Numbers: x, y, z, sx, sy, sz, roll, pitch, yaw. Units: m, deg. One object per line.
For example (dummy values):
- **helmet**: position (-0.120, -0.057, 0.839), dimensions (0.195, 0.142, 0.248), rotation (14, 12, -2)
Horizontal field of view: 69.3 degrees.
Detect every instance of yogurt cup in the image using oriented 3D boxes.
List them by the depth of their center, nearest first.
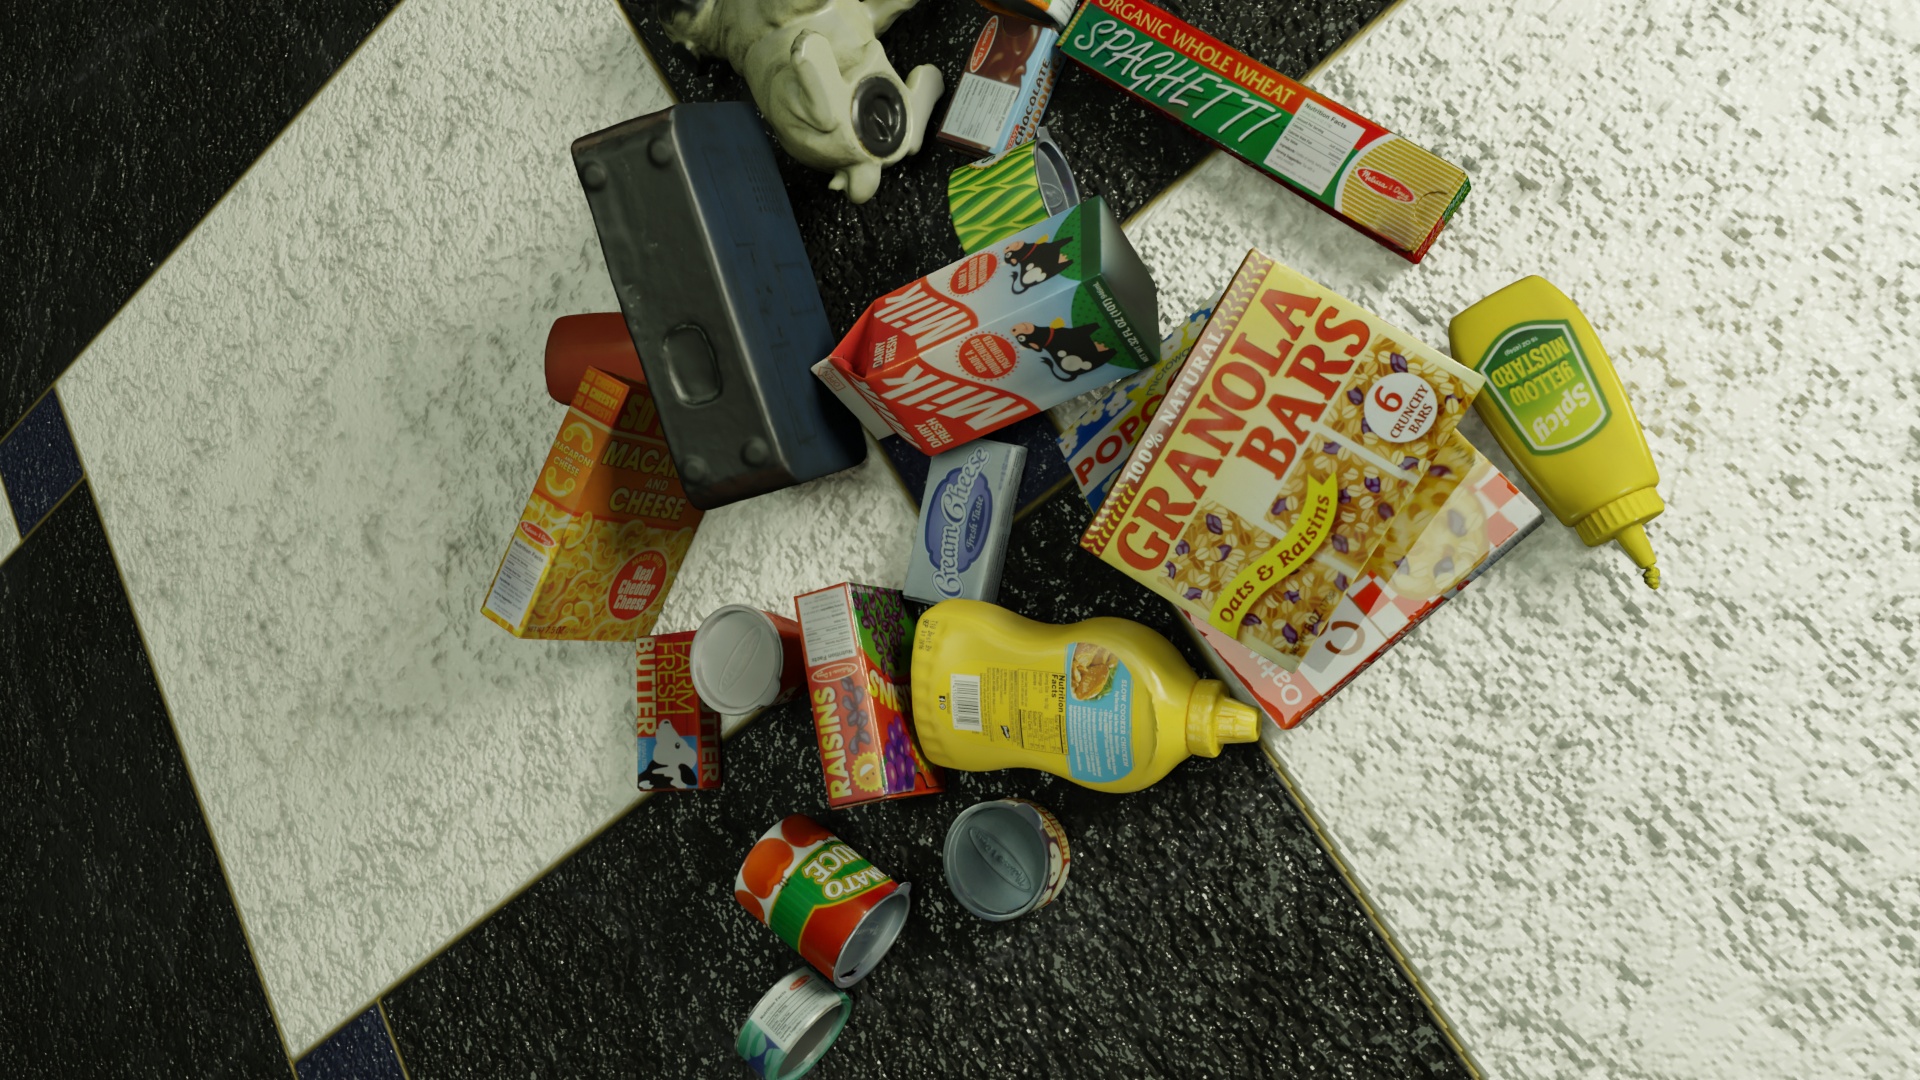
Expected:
- **yogurt cup**: position (-0.126, 0.074, 0.863), dimensions (0.072, 0.054, 0.072), rotation (-3, 83, 26)

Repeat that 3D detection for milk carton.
- **milk carton**: position (0.011, -0.112, 0.790), dimensions (0.190, 0.072, 0.074), rotation (-21, 42, 25)

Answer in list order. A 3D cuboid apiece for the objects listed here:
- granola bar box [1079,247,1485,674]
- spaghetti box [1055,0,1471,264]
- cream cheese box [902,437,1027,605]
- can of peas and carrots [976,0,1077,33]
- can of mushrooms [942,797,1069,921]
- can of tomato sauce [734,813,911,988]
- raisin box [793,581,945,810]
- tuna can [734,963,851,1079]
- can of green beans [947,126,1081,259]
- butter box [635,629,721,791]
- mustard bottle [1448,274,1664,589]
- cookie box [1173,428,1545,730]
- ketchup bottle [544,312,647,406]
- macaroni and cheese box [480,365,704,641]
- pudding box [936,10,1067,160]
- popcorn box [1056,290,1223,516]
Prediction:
- **granola bar box**: position (0.152, -0.039, 0.674), dimensions (0.124, 0.039, 0.165), rotation (31, 105, 7)
- **spaghetti box**: position (0.162, -0.236, 0.769), dimensions (0.250, 0.029, 0.050), rotation (39, 102, 24)
- **cream cheese box**: position (0.003, -0.010, 0.825), dimensions (0.053, 0.024, 0.103), rotation (12, 90, 27)
- **can of peas and carrots**: position (0.041, -0.341, 0.818), dimensions (0.071, 0.071, 0.058), rotation (26, 97, 26)
- **can of mushrooms**: position (0.028, 0.178, 0.787), dimensions (0.071, 0.033, 0.071), rotation (-3, 83, 27)
- **can of tomato sauce**: position (-0.081, 0.209, 0.819), dimensions (0.083, 0.071, 0.071), rotation (31, 99, 26)
- **raisin box**: position (-0.051, 0.090, 0.806), dimensions (0.040, 0.086, 0.123), rotation (-15, 78, 20)
- **tuna can**: position (-0.098, 0.288, 0.821), dimensions (0.033, 0.071, 0.071), rotation (35, 100, 24)
- **can of green beans**: position (0.032, -0.194, 0.807), dimensions (0.057, 0.071, 0.071), rotation (-14, 79, 25)
- **butter box**: position (-0.184, 0.111, 0.904), dimensions (0.053, 0.024, 0.103), rotation (-6, 82, 26)
- **mustard bottle**: position (0.297, -0.049, 0.671), dimensions (0.065, 0.049, 0.160), rotation (-31, 72, 22)
- **cookie box**: position (0.192, 0.000, 0.723), dimensions (0.167, 0.040, 0.123), rotation (-44, 68, 15)
- **ketchup bottle**: position (-0.209, -0.122, 0.931), dimensions (0.149, 0.043, 0.064), rotation (1, 86, 26)
- **macaroni and cheese box**: position (-0.217, -0.019, 0.879), dimensions (0.040, 0.124, 0.166), rotation (28, 97, 25)
- **pudding box**: position (0.026, -0.271, 0.839), dimensions (0.050, 0.030, 0.083), rotation (25, 96, 27)
- **popcorn box**: position (0.117, -0.064, 0.746), dimensions (0.126, 0.038, 0.085), rotation (-43, 34, 16)
